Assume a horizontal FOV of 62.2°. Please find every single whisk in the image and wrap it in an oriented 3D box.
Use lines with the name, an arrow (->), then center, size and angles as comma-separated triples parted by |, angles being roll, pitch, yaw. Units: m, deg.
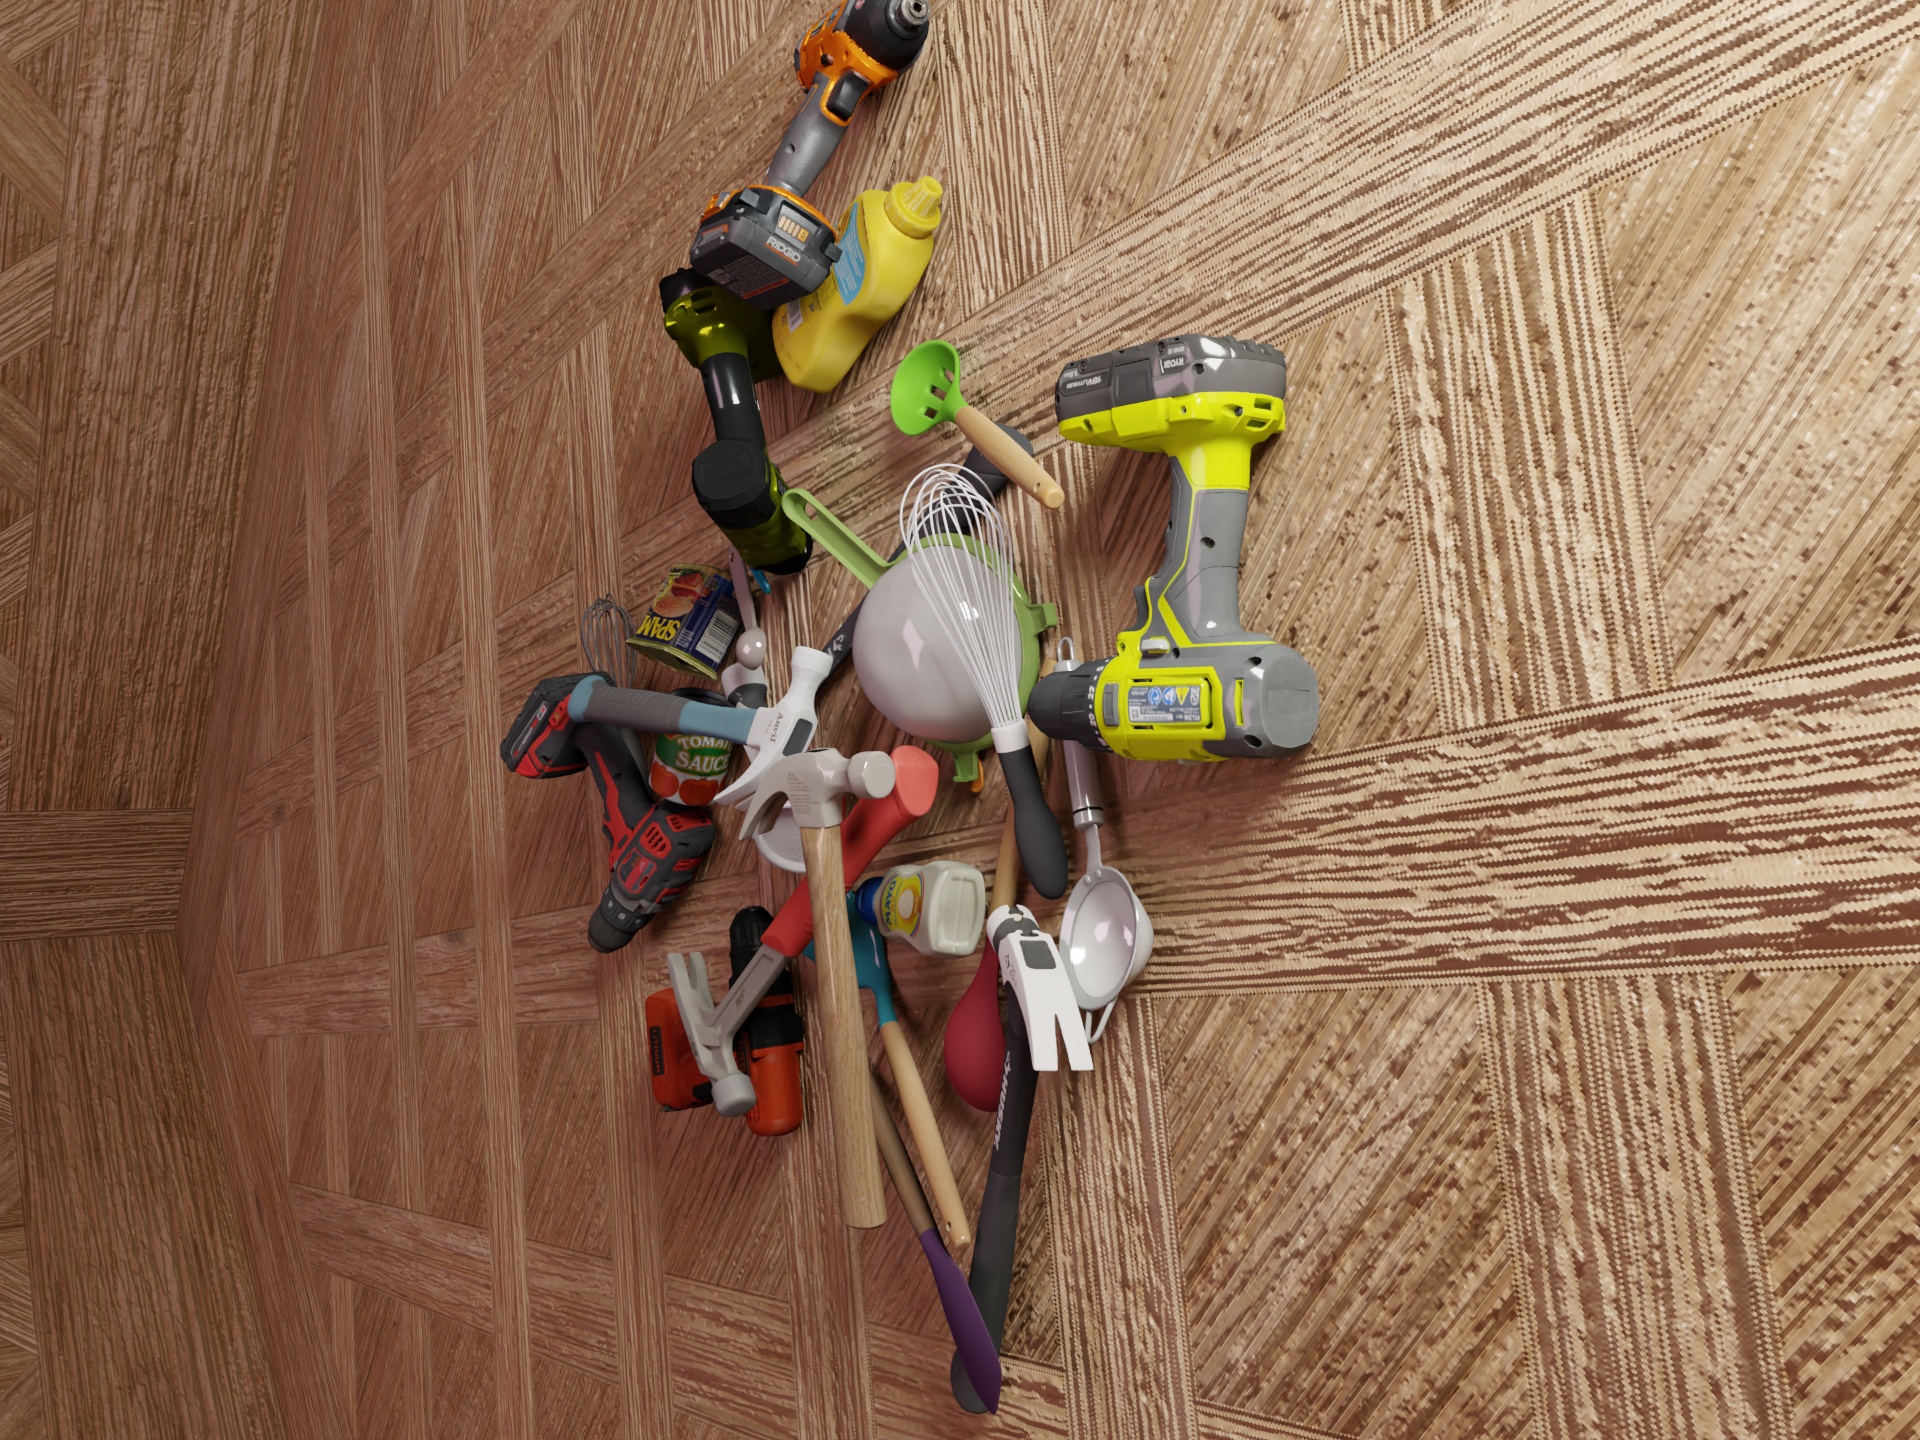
whisk -> -0.323, -0.008, 1.526 | 0.055, 0.055, 0.239 | -26, 73, 51
whisk -> 0.024, -0.021, 0.996 | 0.070, 0.070, 0.284 | -3, 106, 54

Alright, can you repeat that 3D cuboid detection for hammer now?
hammer -> 0.029, 0.297, 1.006 | 0.146, 0.035, 0.334 | -120, 34, -67
hammer -> -0.086, 0.184, 1.086 | 0.130, 0.031, 0.331 | -1, 97, 41
hammer -> -0.226, -0.005, 1.290 | 0.331, 0.033, 0.128 | 7, 77, 48
hammer -> -0.067, -0.077, 1.183 | 0.408, 0.036, 0.149 | -46, 55, 43
hammer -> -0.120, 0.137, 1.168 | 0.359, 0.036, 0.149 | -54, 48, 35

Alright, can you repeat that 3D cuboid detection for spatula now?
spatula -> -0.029, 0.334, 1.081 | 0.316, 0.018, 0.059 | -124, 36, -55
spatula -> -0.054, 0.237, 1.124 | 0.082, 0.044, 0.318 | -61, 33, 27

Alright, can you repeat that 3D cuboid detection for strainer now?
strainer -> 0.082, 0.067, 0.971 | 0.087, 0.050, 0.259 | -36, 55, 54
strainer -> -0.058, -0.081, 1.089 | 0.257, 0.069, 0.151 | 44, 125, 26

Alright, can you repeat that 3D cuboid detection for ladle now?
ladle -> 0.031, 0.113, 1.052 | 0.069, 0.031, 0.315 | 23, 106, 49

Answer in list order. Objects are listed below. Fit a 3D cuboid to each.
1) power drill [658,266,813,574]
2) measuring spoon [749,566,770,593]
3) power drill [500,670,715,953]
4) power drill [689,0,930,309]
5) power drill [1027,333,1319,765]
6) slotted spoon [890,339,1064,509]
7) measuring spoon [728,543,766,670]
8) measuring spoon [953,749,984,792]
power drill -> -0.167, -0.230, 1.243 | 0.080, 0.171, 0.223 | -14, 70, 7
measuring spoon -> -0.165, -0.136, 1.310 | 0.129, 0.021, 0.042 | -125, 21, -55
power drill -> -0.332, 0.087, 1.469 | 0.227, 0.080, 0.187 | 52, 124, 20
power drill -> -0.099, -0.417, 1.137 | 0.164, 0.084, 0.226 | 12, 76, 62
power drill -> 0.110, -0.089, 0.902 | 0.191, 0.080, 0.228 | 0, 91, 50
slotted spoon -> 0.010, -0.186, 1.020 | 0.070, 0.031, 0.314 | -61, 26, 14
measuring spoon -> -0.181, -0.096, 1.296 | 0.034, 0.018, 0.124 | -45, 50, 41
measuring spoon -> -0.002, -0.004, 1.115 | 0.021, 0.011, 0.117 | -32, 67, 37
